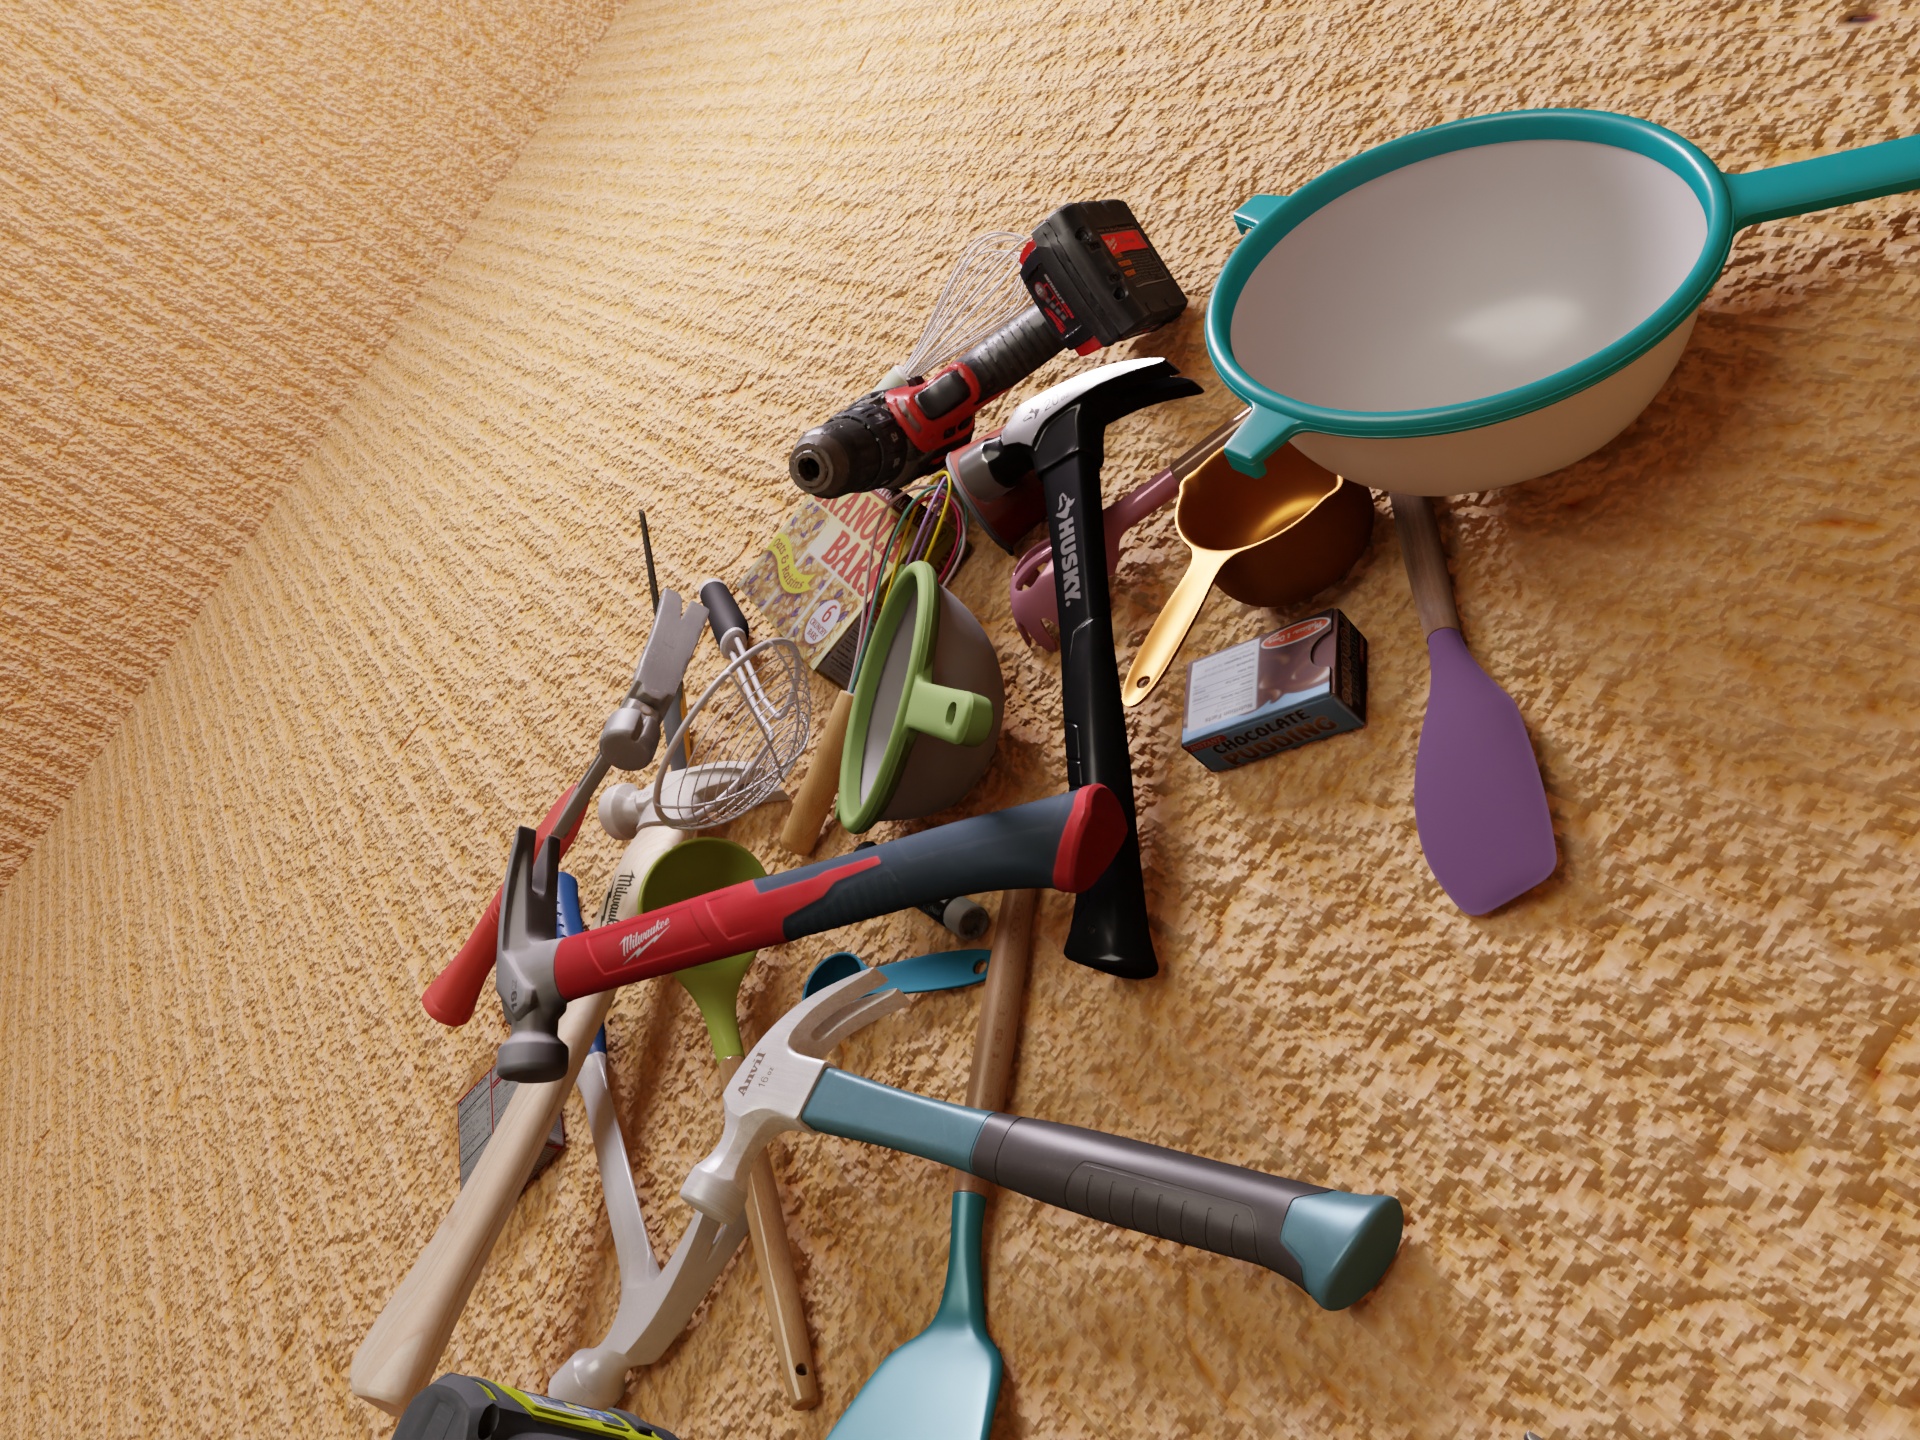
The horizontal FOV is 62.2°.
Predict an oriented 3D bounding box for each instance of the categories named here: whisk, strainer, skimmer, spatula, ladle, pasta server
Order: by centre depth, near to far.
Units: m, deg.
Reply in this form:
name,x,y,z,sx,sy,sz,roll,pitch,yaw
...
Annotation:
name,x,y,z,sx,sy,sz,roll,pitch,yaw
strainer,0.279,-0.174,0.665,0.340,0.095,0.211,-9,46,21
spatula,0.206,-0.053,0.697,0.059,0.018,0.316,-41,35,40
spatula,0.004,0.185,0.715,0.082,0.044,0.318,-13,50,31
strainer,-0.001,-0.003,0.810,0.256,0.069,0.151,-164,89,-75
ladle,-0.112,0.192,0.822,0.321,0.078,0.062,-112,29,-42
pasta server,0.139,-0.138,0.827,0.316,0.040,0.060,-35,39,28
whisk,-0.053,-0.035,0.953,0.047,0.051,0.245,24,92,38
skimmer,-0.164,-0.041,1.032,0.127,0.090,0.364,-60,25,13
whisk,-0.033,-0.251,1.137,0.246,0.058,0.059,-44,1,20

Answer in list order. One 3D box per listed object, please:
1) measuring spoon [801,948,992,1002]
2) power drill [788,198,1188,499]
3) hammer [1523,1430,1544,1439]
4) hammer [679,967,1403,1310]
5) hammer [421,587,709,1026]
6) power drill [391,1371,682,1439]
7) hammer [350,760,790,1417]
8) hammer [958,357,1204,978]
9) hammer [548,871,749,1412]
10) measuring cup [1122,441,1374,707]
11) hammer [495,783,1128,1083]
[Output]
name,x,y,z,sx,sy,sz,roll,pitch,yaw
measuring spoon,-0.027,0.137,0.823,0.128,0.021,0.042,-14,50,32
power drill,0.008,-0.210,0.952,0.226,0.080,0.188,-32,3,30
hammer,0.057,0.266,0.468,0.331,0.031,0.130,0,51,18
hammer,0.022,0.181,0.661,0.331,0.033,0.128,3,55,41
hammer,-0.264,0.077,1.023,0.359,0.036,0.149,-51,19,33
power drill,-0.099,0.330,0.622,0.223,0.171,0.080,6,66,43
hammer,-0.225,0.191,0.920,0.146,0.038,0.411,-11,43,35
hammer,0.067,-0.032,0.785,0.146,0.035,0.335,-27,53,36
hammer,-0.219,0.214,0.965,0.144,0.035,0.406,-49,35,9
measuring cup,0.131,-0.063,0.746,0.095,0.052,0.174,11,62,48
hammer,-0.093,0.080,0.799,0.386,0.038,0.143,-19,62,30
